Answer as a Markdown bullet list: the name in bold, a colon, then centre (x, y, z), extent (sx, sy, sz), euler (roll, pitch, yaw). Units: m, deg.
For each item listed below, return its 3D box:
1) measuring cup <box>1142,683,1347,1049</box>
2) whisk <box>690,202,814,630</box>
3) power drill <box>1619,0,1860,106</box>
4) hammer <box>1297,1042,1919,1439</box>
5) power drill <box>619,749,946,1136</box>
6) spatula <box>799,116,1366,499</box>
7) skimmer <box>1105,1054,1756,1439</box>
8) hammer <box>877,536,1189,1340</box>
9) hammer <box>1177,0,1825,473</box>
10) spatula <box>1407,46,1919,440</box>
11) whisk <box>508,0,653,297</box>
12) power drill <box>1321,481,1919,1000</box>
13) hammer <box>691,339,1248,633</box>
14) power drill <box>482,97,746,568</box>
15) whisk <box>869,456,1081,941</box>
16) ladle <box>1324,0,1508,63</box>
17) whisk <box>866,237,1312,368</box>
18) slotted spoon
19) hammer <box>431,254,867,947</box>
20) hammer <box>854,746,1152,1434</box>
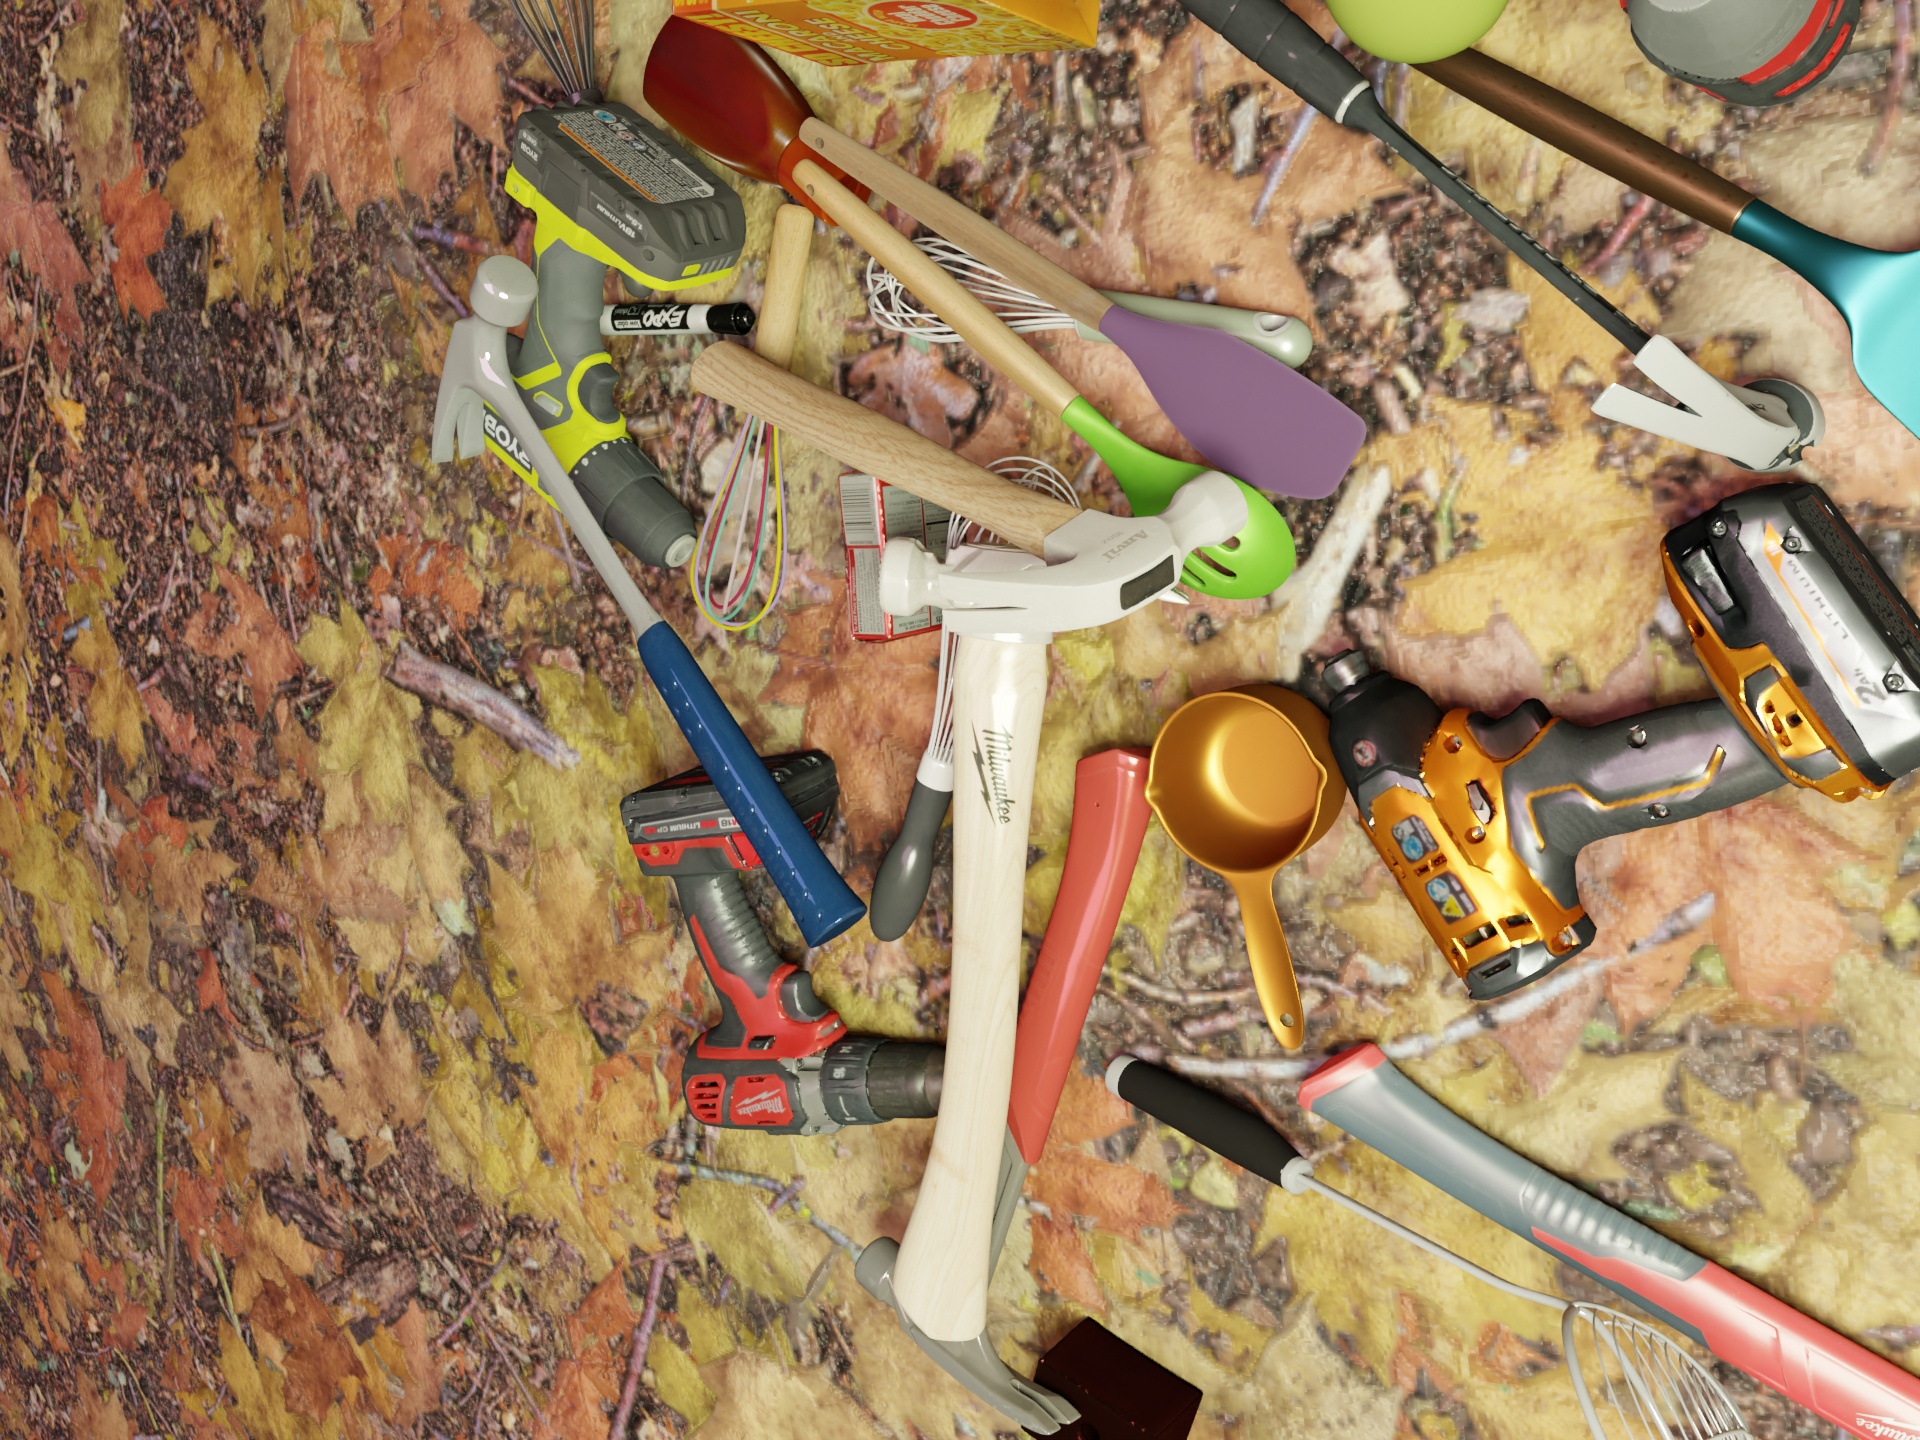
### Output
- **measuring cup**: centre (0.149, 0.067, 0.760), extent (0.095, 0.052, 0.173), euler (-10, 96, 37)
- **whisk**: centre (-0.118, -0.169, 0.909), extent (0.047, 0.051, 0.245), euler (24, 110, 36)
- **power drill**: centre (0.221, -0.312, 0.573), extent (0.220, 0.143, 0.078), euler (53, 127, 17)
- **hammer**: centre (0.318, 0.265, 0.688), extent (0.387, 0.038, 0.143), euler (27, 116, 28)
- **power drill**: centre (-0.097, 0.137, 0.937), extent (0.188, 0.080, 0.226), euler (-7, 99, 29)
- **spatula**: centre (0.047, -0.200, 0.747), extent (0.316, 0.018, 0.059), euler (36, 130, 13)
- **skimmer**: centre (0.187, 0.258, 0.715), extent (0.364, 0.127, 0.090), euler (21, 78, 46)
- **hammer**: centre (0.021, 0.119, 0.791), extent (0.146, 0.038, 0.410), euler (6, 102, 7)
- **hammer**: centre (0.168, -0.241, 0.647), extent (0.409, 0.149, 0.036), euler (51, 124, 24)
- **spatula**: centre (0.286, -0.206, 0.623), extent (0.318, 0.044, 0.082), euler (43, 121, 26)
- **whisk**: centre (-0.224, -0.367, 0.943), extent (0.055, 0.055, 0.239), euler (-12, 97, 37)
- **power drill**: centre (0.259, -0.001, 0.651), extent (0.226, 0.084, 0.164), euler (-40, 76, 38)
- **hammer**: centre (-0.029, -0.126, 0.771), extent (0.332, 0.130, 0.031), euler (32, 145, 39)
- **power drill**: centre (-0.205, -0.215, 0.918), extent (0.191, 0.080, 0.228), euler (41, 132, 16)
- **whisk**: centre (0.000, -0.002, 0.837), extent (0.070, 0.070, 0.284), euler (30, 115, 27)
- **ladle**: centre (0.123, -0.396, 0.675), extent (0.062, 0.078, 0.320), euler (-39, 67, 24)
- **whisk**: centre (0.055, -0.199, 0.780), extent (0.246, 0.058, 0.059), euler (17, 143, 29)
- **slotted spoon**: centre (0.033, -0.166, 0.765), extent (0.314, 0.031, 0.070), euler (43, 141, 7)
- **hammer**: centre (-0.176, -0.053, 0.871), extent (0.406, 0.035, 0.144), euler (56, 138, 12)
- **hammer**: centre (0.047, 0.185, 0.834), extent (0.149, 0.036, 0.359), euler (26, 106, 35)
